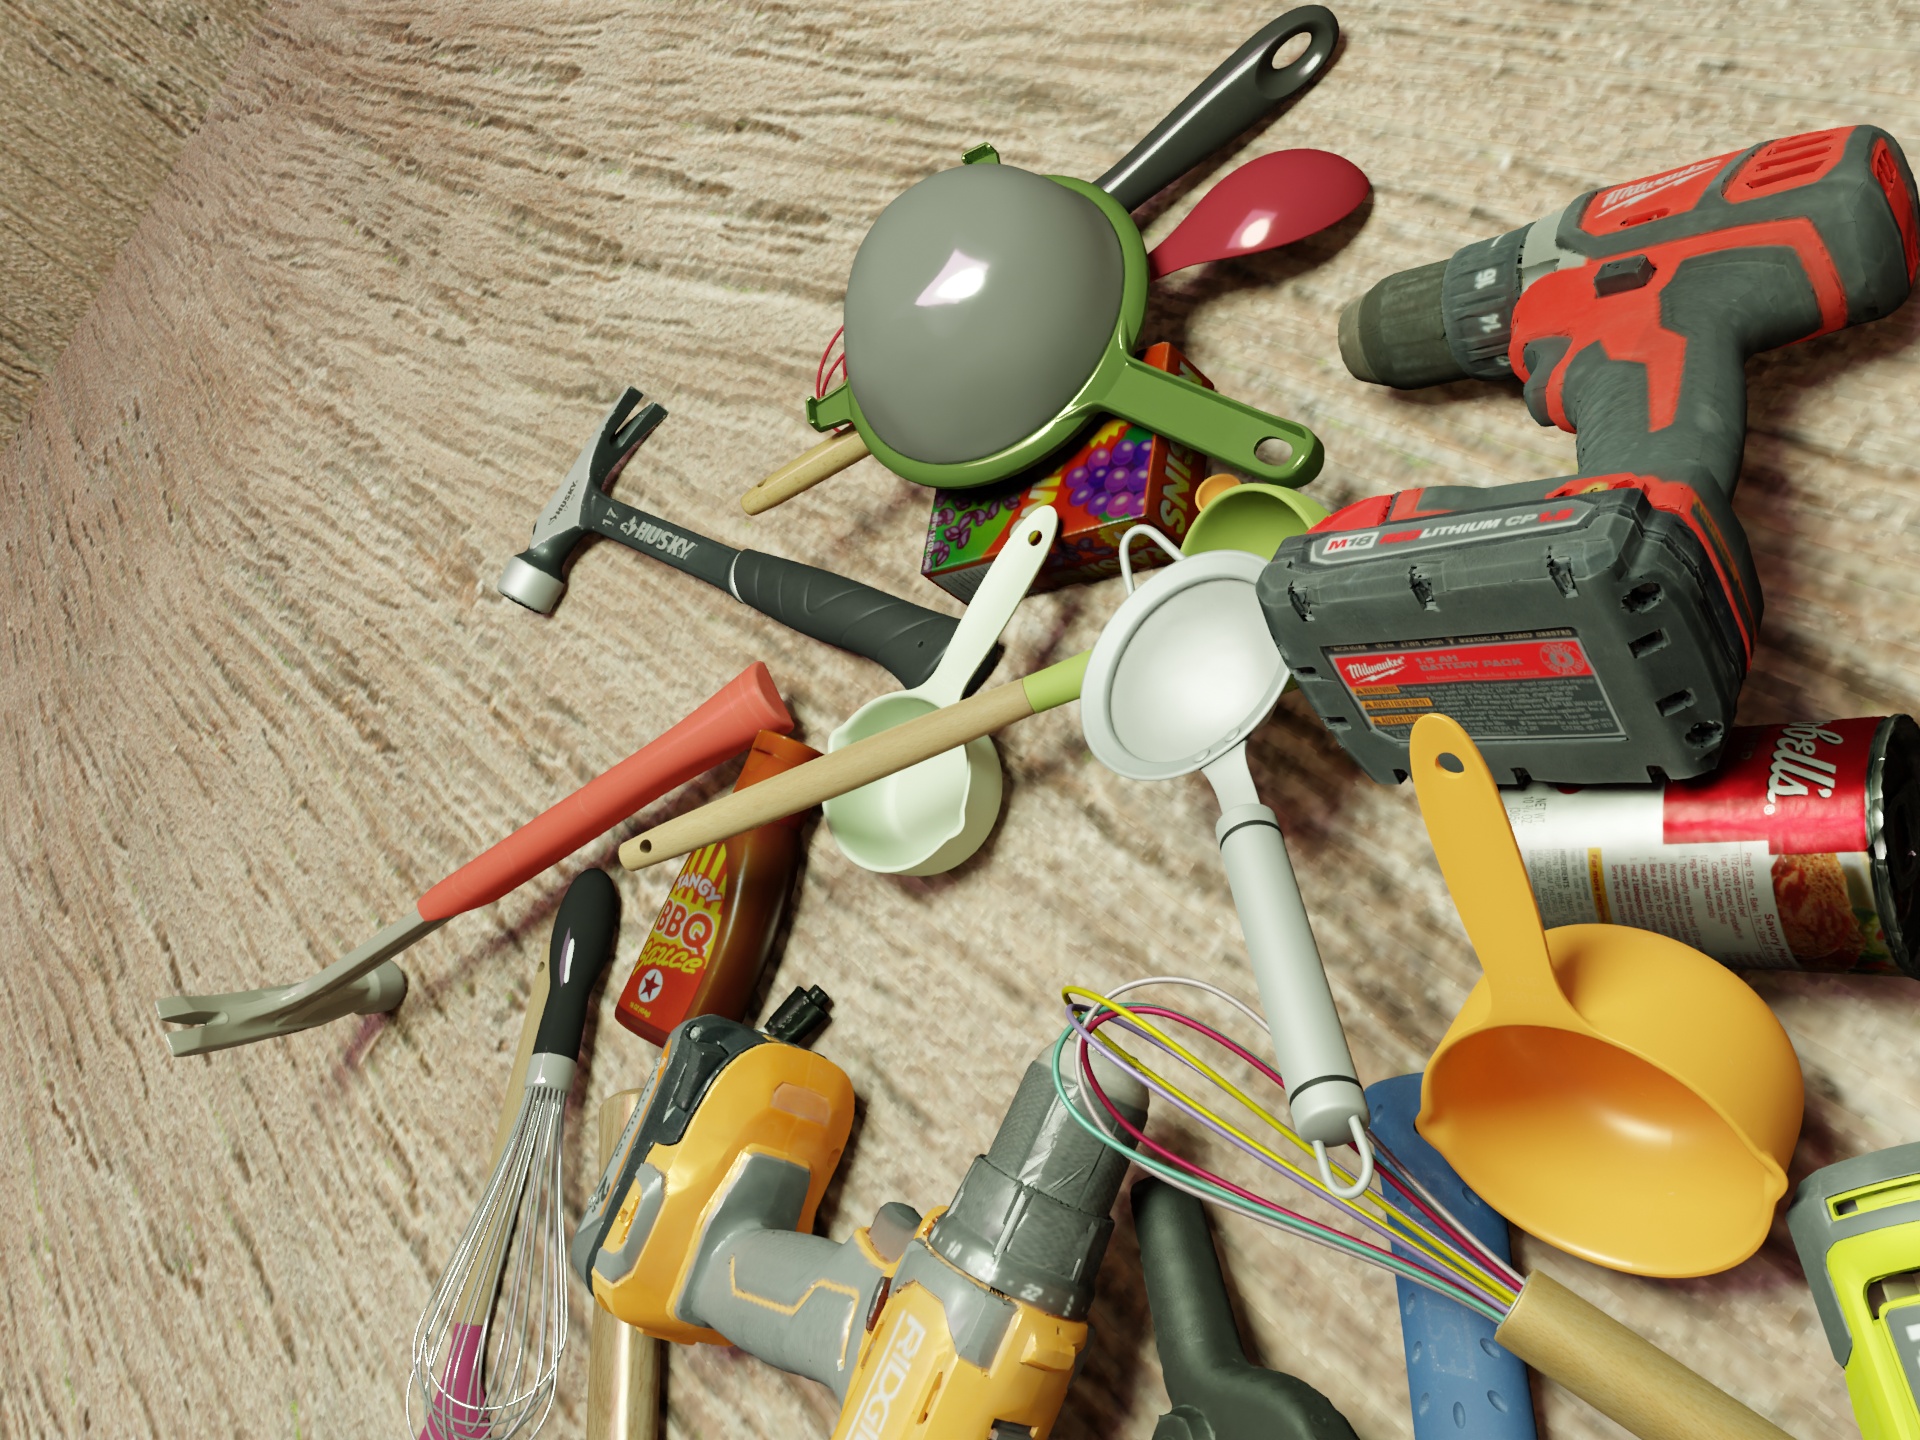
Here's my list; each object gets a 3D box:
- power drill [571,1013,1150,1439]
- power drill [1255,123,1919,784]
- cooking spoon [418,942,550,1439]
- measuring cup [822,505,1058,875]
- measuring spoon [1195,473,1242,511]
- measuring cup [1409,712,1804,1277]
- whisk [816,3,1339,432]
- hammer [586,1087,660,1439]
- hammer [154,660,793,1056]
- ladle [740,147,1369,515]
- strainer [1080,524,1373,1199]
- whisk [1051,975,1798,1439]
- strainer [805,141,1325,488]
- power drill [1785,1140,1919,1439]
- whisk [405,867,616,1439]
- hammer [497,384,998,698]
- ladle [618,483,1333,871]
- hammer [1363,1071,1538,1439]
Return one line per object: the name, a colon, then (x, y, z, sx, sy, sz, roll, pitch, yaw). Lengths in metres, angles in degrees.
power drill: (-0.037, 0.175, 0.567, 0.226, 0.084, 0.185, 15, 78, 53)
power drill: (0.174, -0.088, 0.494, 0.188, 0.080, 0.227, -3, 44, 46)
cooking spoon: (-0.229, 0.263, 0.764, 0.069, 0.017, 0.319, -11, 62, 39)
measuring cup: (0.004, -0.011, 0.666, 0.083, 0.038, 0.167, 33, 95, 36)
measuring spoon: (0.102, -0.044, 0.625, 0.021, 0.011, 0.117, -5, 67, 25)
measuring cup: (0.156, 0.061, 0.405, 0.095, 0.173, 0.052, -5, 28, 45)
whisk: (0.049, -0.227, 0.741, 0.296, 0.073, 0.073, -35, 47, 18)
hammer: (-0.139, 0.313, 0.641, 0.130, 0.031, 0.332, -28, 51, 30)
hammer: (-0.236, 0.074, 0.807, 0.359, 0.149, 0.037, -31, 77, 20)
ladle: (0.029, -0.168, 0.708, 0.315, 0.031, 0.069, -26, 34, 20)
strainer: (0.086, 0.031, 0.481, 0.087, 0.050, 0.259, -36, 36, 24)
whisk: (0.124, 0.139, 0.415, 0.245, 0.051, 0.047, 31, 133, 23)
strainer: (0.033, -0.155, 0.637, 0.257, 0.069, 0.151, 34, 92, 39)
power drill: (0.294, 0.145, 0.291, 0.223, 0.080, 0.171, -30, 49, 34)
whisk: (-0.201, 0.199, 0.748, 0.070, 0.070, 0.285, -20, 50, 35)
hammer: (-0.119, -0.084, 0.840, 0.409, 0.036, 0.149, 24, 85, 47)
ladle: (-0.001, -0.002, 0.611, 0.320, 0.062, 0.078, -22, 74, 15)
hammer: (0.135, 0.291, 0.387, 0.144, 0.035, 0.406, -21, 55, 34)
